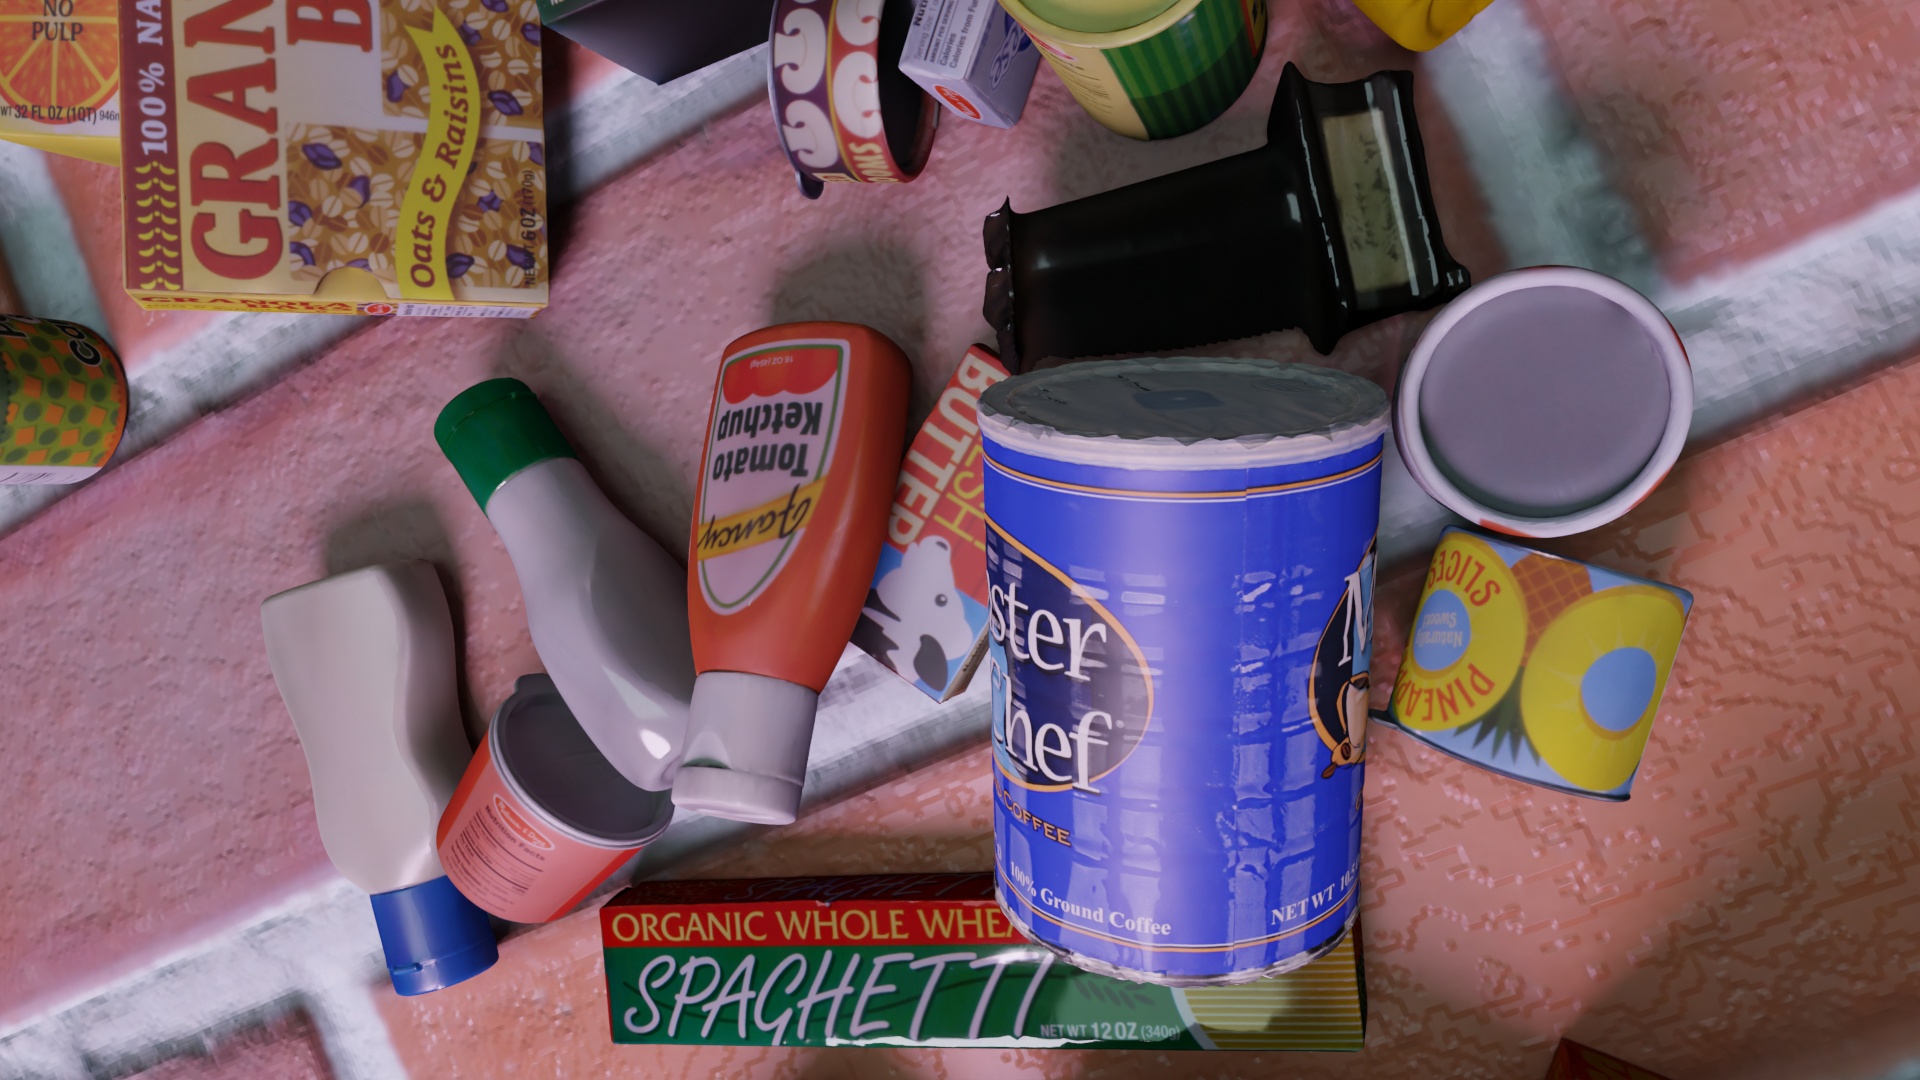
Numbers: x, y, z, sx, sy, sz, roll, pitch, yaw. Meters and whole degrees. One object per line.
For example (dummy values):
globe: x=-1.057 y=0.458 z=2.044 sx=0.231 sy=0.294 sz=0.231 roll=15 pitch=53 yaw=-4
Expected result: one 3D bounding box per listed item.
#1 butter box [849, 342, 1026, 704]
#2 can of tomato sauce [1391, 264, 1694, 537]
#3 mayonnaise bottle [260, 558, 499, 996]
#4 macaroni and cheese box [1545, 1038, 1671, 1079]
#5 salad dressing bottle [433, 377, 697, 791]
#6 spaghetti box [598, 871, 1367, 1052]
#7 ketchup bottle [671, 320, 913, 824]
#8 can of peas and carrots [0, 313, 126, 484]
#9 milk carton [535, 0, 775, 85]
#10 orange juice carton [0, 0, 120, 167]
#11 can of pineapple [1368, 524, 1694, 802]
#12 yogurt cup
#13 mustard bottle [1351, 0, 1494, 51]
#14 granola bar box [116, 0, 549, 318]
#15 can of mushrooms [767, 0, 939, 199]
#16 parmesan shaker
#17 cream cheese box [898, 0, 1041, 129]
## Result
butter box: x=0.002 y=-0.006 z=0.441 sx=0.053 sy=0.024 sz=0.103 roll=32 pitch=101 yaw=12
can of tomato sauce: x=0.151 y=-0.036 z=0.367 sx=0.071 sy=0.083 sz=0.071 roll=1 pitch=93 yaw=16
mayonnaise bottle: x=-0.201 y=0.084 z=0.495 sx=0.064 sy=0.041 sz=0.148 roll=-15 pitch=89 yaw=18
macaroni and cheese box: x=0.203 y=0.188 z=0.318 sx=0.124 sy=0.167 sz=0.040 roll=18 pitch=98 yaw=15
salad dressing bottle: x=-0.123 y=0.011 z=0.461 sx=0.044 sy=0.064 sz=0.148 roll=-44 pitch=72 yaw=23
spaghetti box: x=0.000 y=0.134 z=0.446 sx=0.250 sy=0.029 sz=0.050 roll=-6 pitch=90 yaw=16
ketchup bottle: x=-0.054 y=0.009 z=0.420 sx=0.064 sy=0.043 sz=0.149 roll=-4 pitch=68 yaw=30
can of peas and carrots: x=-0.364 y=-0.056 z=0.526 sx=0.071 sy=0.059 sz=0.071 roll=1 pitch=92 yaw=16
milk carton: x=-0.106 y=-0.253 z=0.436 sx=0.072 sy=0.073 sz=0.190 roll=-15 pitch=88 yaw=16
orange juice carton: x=-0.281 y=-0.229 z=0.486 sx=0.072 sy=0.073 sz=0.192 roll=7 pitch=94 yaw=16
can of pineapple: x=0.154 y=0.031 z=0.377 sx=0.071 sy=0.071 sz=0.057 roll=17 pitch=96 yaw=15
yogurt cup: x=-0.138 y=0.090 z=0.466 sx=0.072 sy=0.072 sz=0.053 roll=45 pitch=111 yaw=10
mustard bottle: x=0.094 y=-0.212 z=0.387 sx=0.048 sy=0.065 sz=0.160 roll=-37 pitch=79 yaw=19
granola bar box: x=-0.200 y=-0.157 z=0.449 sx=0.124 sy=0.039 sz=0.165 roll=-2 pitch=93 yaw=-24
can of mushrooms: x=-0.031 y=-0.140 z=0.423 sx=0.033 sy=0.071 sz=0.071 roll=4 pitch=94 yaw=15
parmesan shaker: x=0.047 y=-0.156 z=0.381 sx=0.071 sy=0.103 sz=0.071 roll=1 pitch=93 yaw=16
cream cheese box: x=0.015 y=-0.181 z=0.414 sx=0.024 sy=0.053 sz=0.103 roll=20 pitch=98 yaw=16
